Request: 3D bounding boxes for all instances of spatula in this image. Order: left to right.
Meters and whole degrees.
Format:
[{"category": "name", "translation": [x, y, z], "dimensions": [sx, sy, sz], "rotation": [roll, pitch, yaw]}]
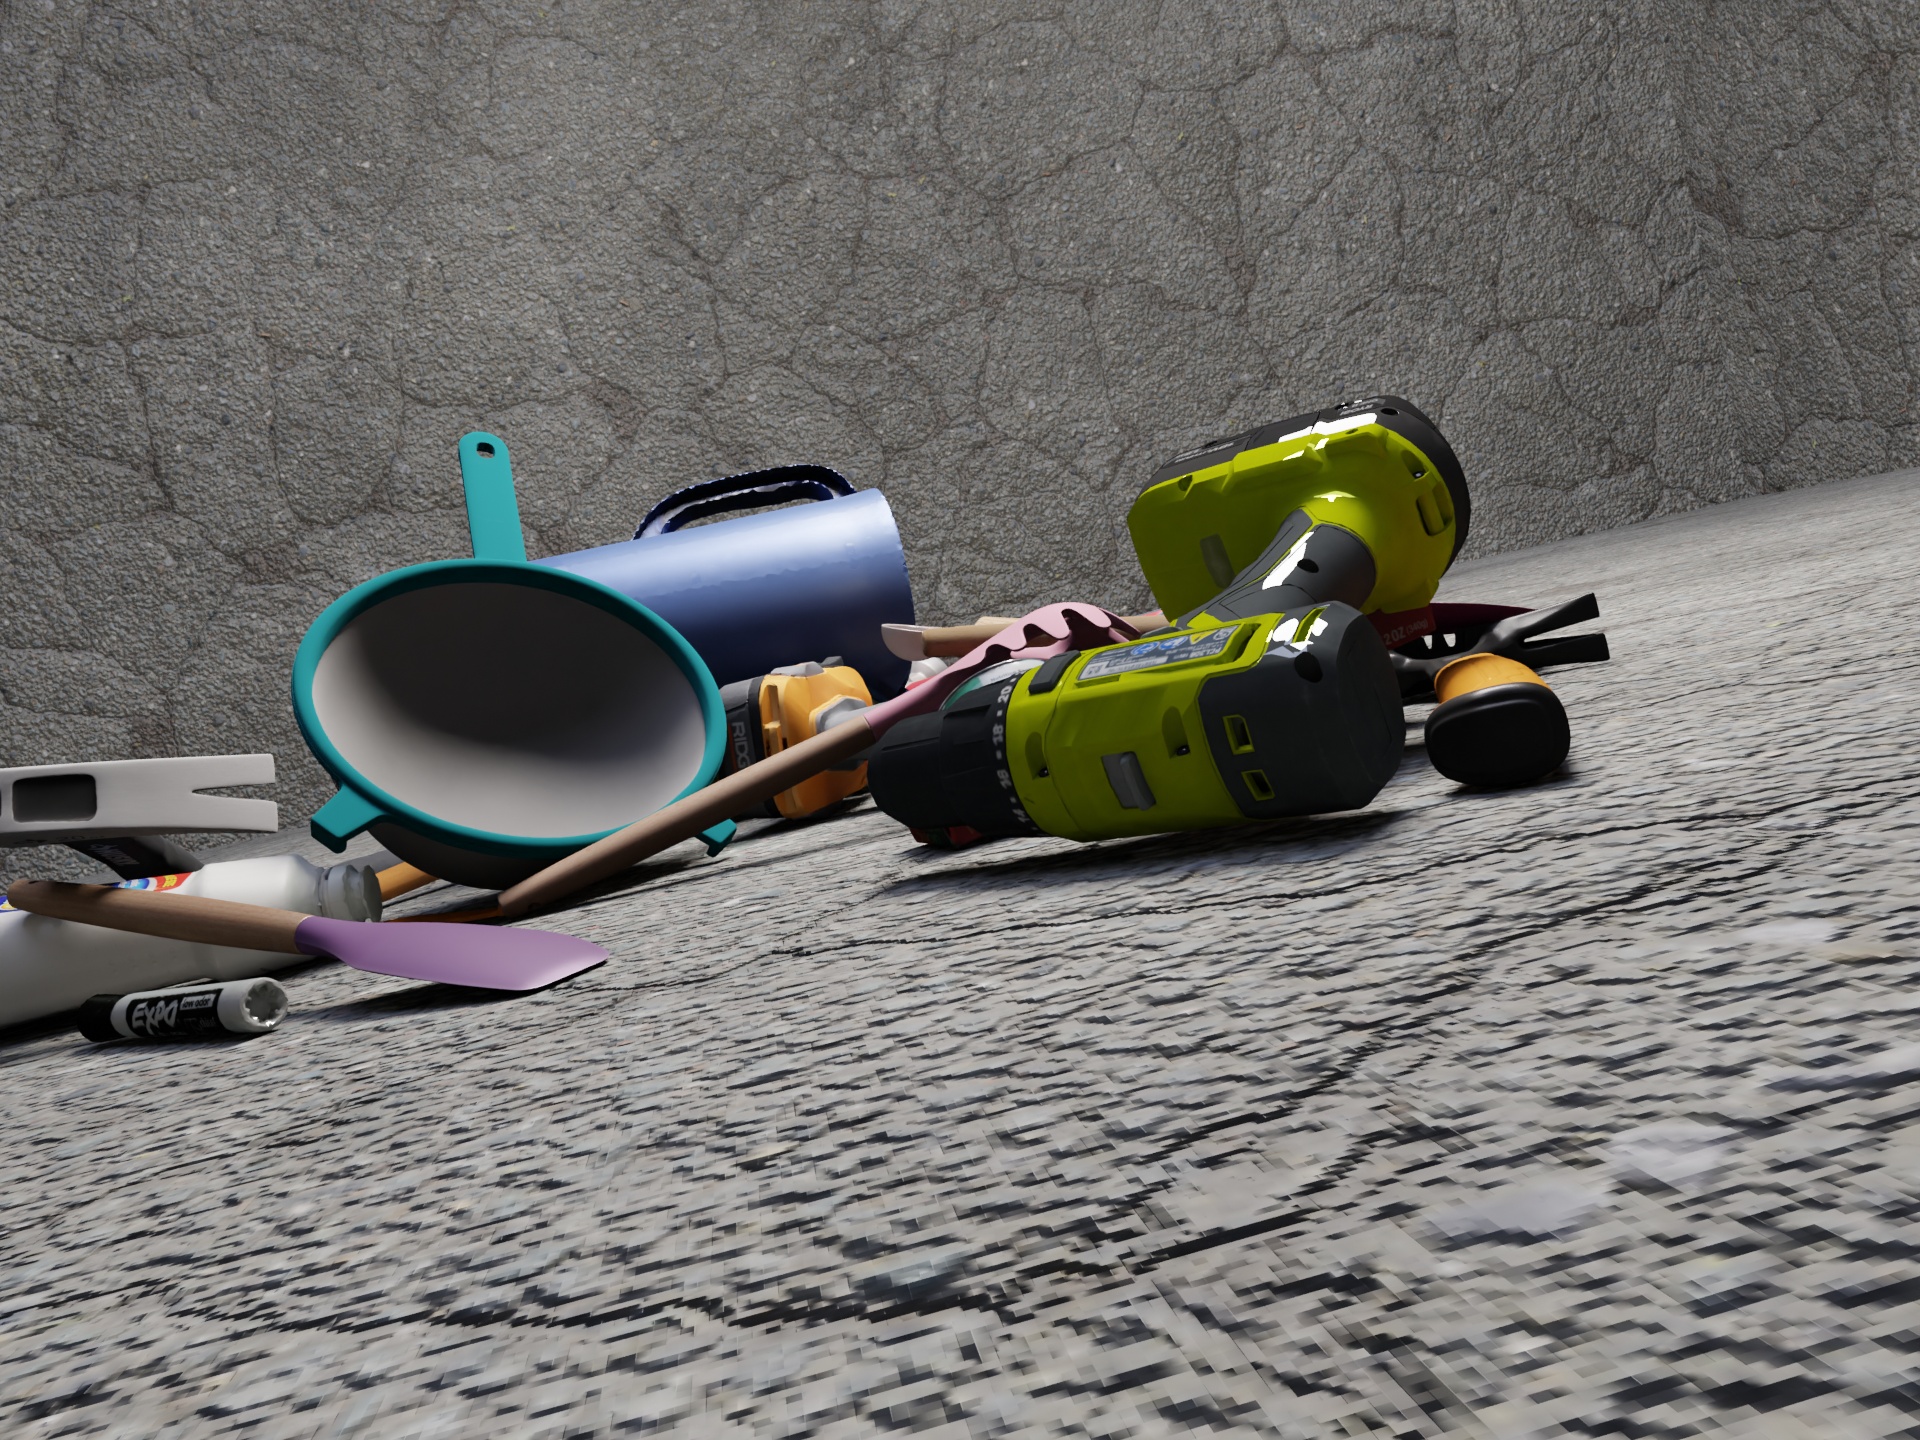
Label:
[{"category": "spatula", "translation": [-0.264, 0.079, 0.607], "dimensions": [0.316, 0.018, 0.060], "rotation": [2, 10, 28]}, {"category": "spatula", "translation": [-0.288, 0.083, 1.013], "dimensions": [0.081, 0.041, 0.322], "rotation": [-9, 9, 31]}]

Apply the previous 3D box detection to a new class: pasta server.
[{"category": "pasta server", "translation": [-0.064, 0.021, 0.735], "dimensions": [0.316, 0.040, 0.060], "rotation": [-26, -37, -7]}]

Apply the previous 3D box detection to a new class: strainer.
[{"category": "strainer", "translation": [-0.252, -0.027, 0.862], "dimensions": [0.211, 0.341, 0.095], "rotation": [3, -48, -25]}]

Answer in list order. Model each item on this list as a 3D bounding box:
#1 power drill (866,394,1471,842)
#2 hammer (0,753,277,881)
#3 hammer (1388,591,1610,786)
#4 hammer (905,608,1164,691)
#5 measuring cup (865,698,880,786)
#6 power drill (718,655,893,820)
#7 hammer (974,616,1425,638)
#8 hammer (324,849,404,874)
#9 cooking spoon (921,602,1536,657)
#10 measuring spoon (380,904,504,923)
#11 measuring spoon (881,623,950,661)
[{"category": "power drill", "translation": [0.084, -0.032, 0.592], "dimensions": [0.190, 0.080, 0.228], "rotation": [-10, 24, 36]}, {"category": "hammer", "translation": [-0.403, 0.066, 0.792], "dimensions": [0.146, 0.035, 0.334], "rotation": [-5, -11, -17]}, {"category": "hammer", "translation": [0.216, -0.015, 0.642], "dimensions": [0.127, 0.034, 0.337], "rotation": [-13, 3, 15]}, {"category": "hammer", "translation": [0.068, -0.038, 1.020], "dimensions": [0.386, 0.038, 0.143], "rotation": [-15, 14, 41]}, {"category": "measuring cup", "translation": [-0.079, 0.004, 1.037], "dimensions": [0.083, 0.038, 0.168], "rotation": [-13, 21, -27]}, {"category": "power drill", "translation": [-0.001, -0.003, 0.890], "dimensions": [0.226, 0.084, 0.185], "rotation": [-7, 5, 19]}, {"category": "hammer", "translation": [0.160, -0.061, 1.160], "dimensions": [0.331, 0.031, 0.130], "rotation": [2, 11, 28]}, {"category": "hammer", "translation": [-0.351, 0.086, 1.083], "dimensions": [0.149, 0.036, 0.409], "rotation": [-13, 3, 15]}, {"category": "cooking spoon", "translation": [0.138, -0.046, 0.801], "dimensions": [0.319, 0.017, 0.069], "rotation": [-3, -2, -10]}, {"category": "measuring spoon", "translation": [-0.247, 0.092, 0.768], "dimensions": [0.117, 0.011, 0.021], "rotation": [-11, 4, 32]}, {"category": "measuring spoon", "translation": [-0.001, -0.039, 0.837], "dimensions": [0.034, 0.018, 0.124], "rotation": [11, 6, 30]}]
